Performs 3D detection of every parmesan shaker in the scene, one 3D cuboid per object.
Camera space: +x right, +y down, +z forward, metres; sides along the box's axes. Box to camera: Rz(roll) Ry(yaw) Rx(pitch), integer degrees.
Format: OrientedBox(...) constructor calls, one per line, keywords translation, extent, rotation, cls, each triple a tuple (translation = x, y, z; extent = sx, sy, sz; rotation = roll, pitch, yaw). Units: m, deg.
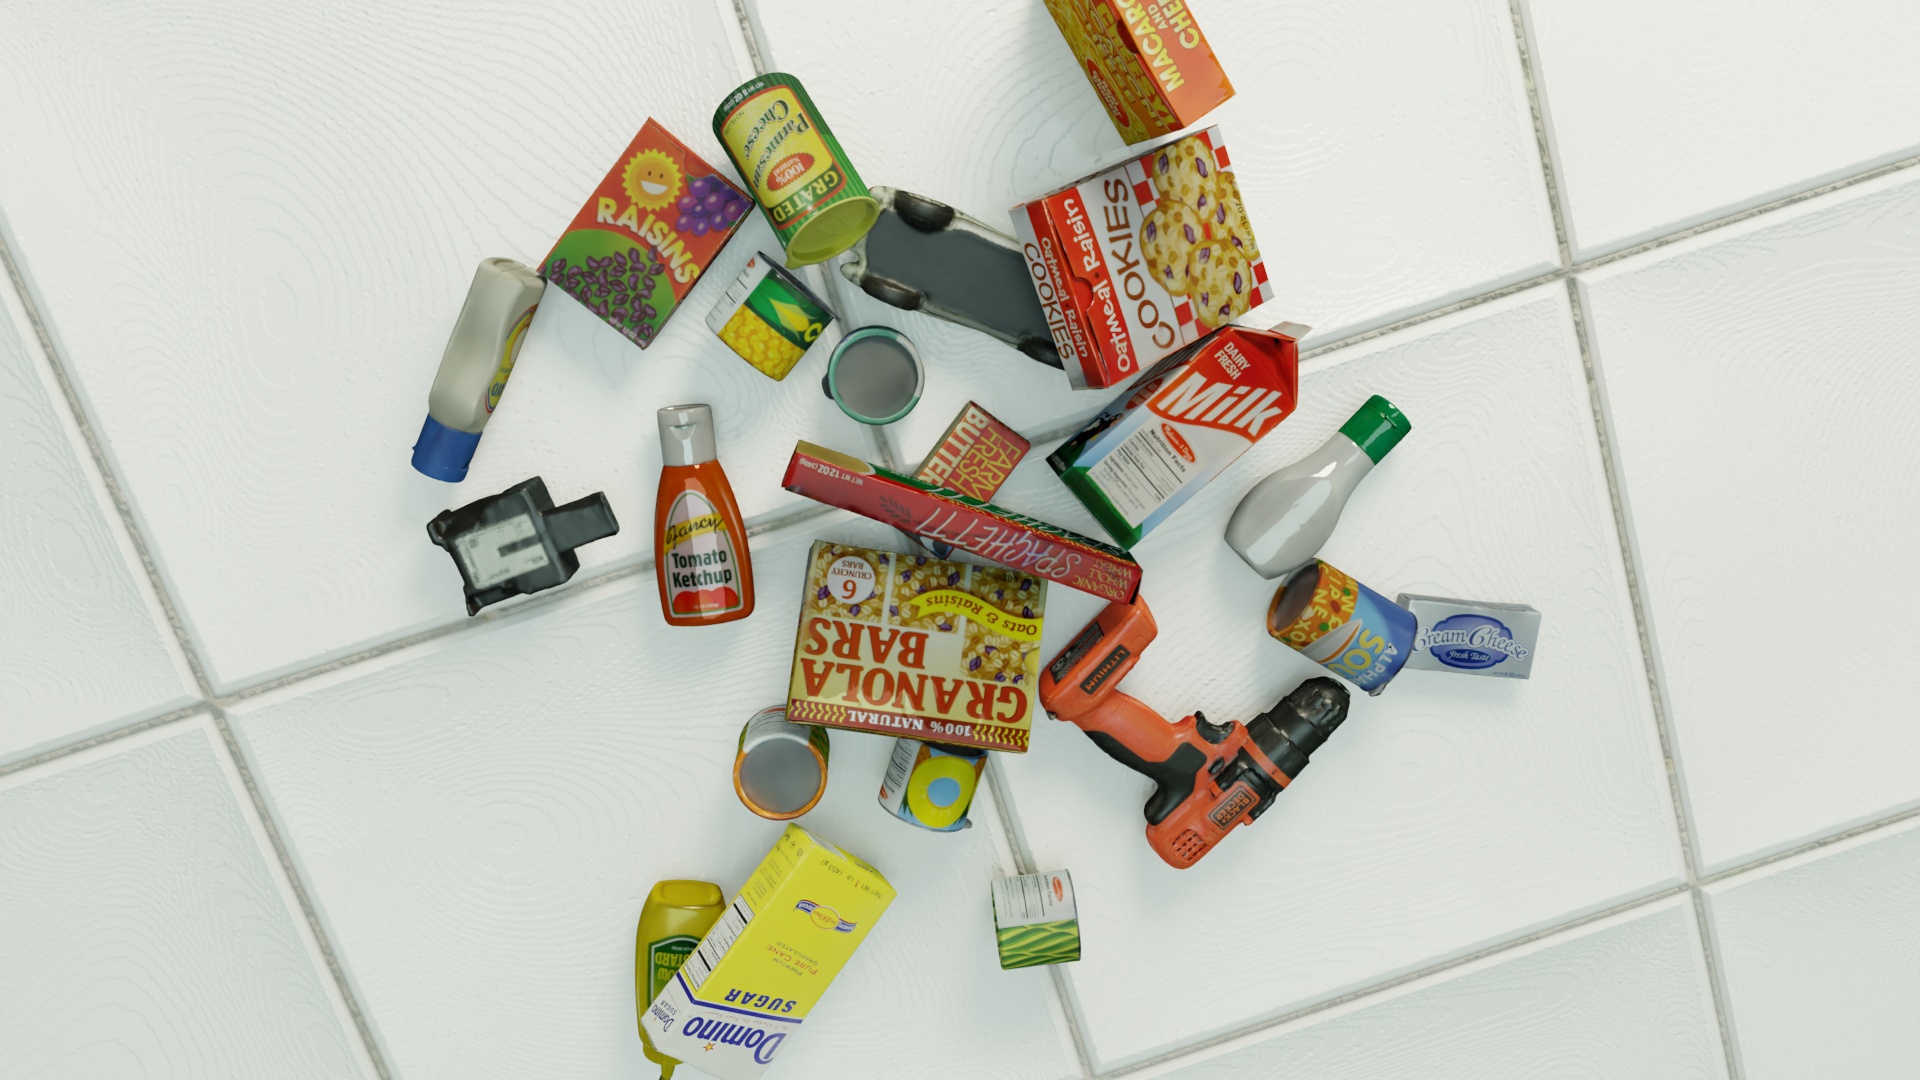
OrientedBox(translation=(-0.107, -0.233, 0.878), extent=(0.071, 0.071, 0.103), rotation=(-32, 78, 3), cls="parmesan shaker")

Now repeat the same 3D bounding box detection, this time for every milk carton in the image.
OrientedBox(translation=(0.157, -0.085, 0.947), extent=(0.190, 0.072, 0.073), rotation=(-40, 102, 5), cls="milk carton")

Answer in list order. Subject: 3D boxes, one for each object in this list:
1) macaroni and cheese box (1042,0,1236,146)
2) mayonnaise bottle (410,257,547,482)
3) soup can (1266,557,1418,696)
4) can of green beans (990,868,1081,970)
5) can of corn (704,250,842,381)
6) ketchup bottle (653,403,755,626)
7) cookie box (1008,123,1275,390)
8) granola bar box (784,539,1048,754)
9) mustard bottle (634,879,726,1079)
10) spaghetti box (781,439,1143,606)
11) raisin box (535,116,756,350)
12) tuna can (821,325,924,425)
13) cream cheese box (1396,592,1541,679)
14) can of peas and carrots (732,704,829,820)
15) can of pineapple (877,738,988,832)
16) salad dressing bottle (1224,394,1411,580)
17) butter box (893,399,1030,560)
OrientedBox(translation=(0.101, -0.307, 0.846), extent=(0.040, 0.167, 0.123), rotation=(-32, 103, 4), cls="macaroni and cheese box")
OrientedBox(translation=(-0.317, -0.110, 0.908), extent=(0.041, 0.065, 0.147), rotation=(24, 103, -6), cls="mayonnaise bottle")
OrientedBox(translation=(0.270, 0.062, 0.989), extent=(0.084, 0.071, 0.071), rotation=(29, 98, -10), cls="soup can")
OrientedBox(translation=(0.055, 0.278, 1.019), extent=(0.058, 0.071, 0.071), rotation=(-7, 103, -3), cls="can of green beans")
OrientedBox(translation=(-0.123, -0.145, 0.913), extent=(0.071, 0.071, 0.058), rotation=(39, 97, -11), cls="can of corn")
OrientedBox(translation=(-0.180, -0.018, 0.948), extent=(0.065, 0.043, 0.148), rotation=(-6, 102, -3), cls="ketchup bottle")
OrientedBox(translation=(0.121, -0.184, 0.897), extent=(0.168, 0.040, 0.122), rotation=(-30, 106, -32), cls="cookie box")
OrientedBox(translation=(-0.029, 0.074, 0.950), extent=(0.166, 0.039, 0.124), rotation=(9, 80, -8), cls="granola bar box")
OrientedBox(translation=(-0.207, 0.330, 1.016), extent=(0.065, 0.049, 0.159), rotation=(5, 101, -11), cls="mustard bottle")
OrientedBox(translation=(0.003, -0.012, 0.935), extent=(0.250, 0.050, 0.028), rotation=(19, 102, -9), cls="spaghetti box")
OrientedBox(translation=(-0.204, -0.200, 0.909), extent=(0.086, 0.040, 0.123), rotation=(38, 96, -10), cls="raisin box")
OrientedBox(translation=(-0.060, -0.111, 0.943), extent=(0.071, 0.033, 0.071), rotation=(-1, 102, -5), cls="tuna can")
OrientedBox(translation=(0.370, 0.070, 1.023), extent=(0.104, 0.024, 0.053), rotation=(5, 100, -6), cls="cream cheese box")
OrientedBox(translation=(-0.125, 0.159, 0.982), extent=(0.071, 0.059, 0.070), rotation=(-1, 102, -4), cls="can of peas and carrots")
OrientedBox(translation=(-0.018, 0.167, 0.989), extent=(0.071, 0.071, 0.057), rotation=(17, 100, -8), cls="can of pineapple")
OrientedBox(translation=(0.253, -0.038, 0.980), extent=(0.064, 0.044, 0.147), rotation=(44, 94, -3), cls="salad dressing bottle")
OrientedBox(translation=(-0.003, -0.042, 0.967), extent=(0.053, 0.024, 0.103), rotation=(36, 97, -12), cls="butter box")
